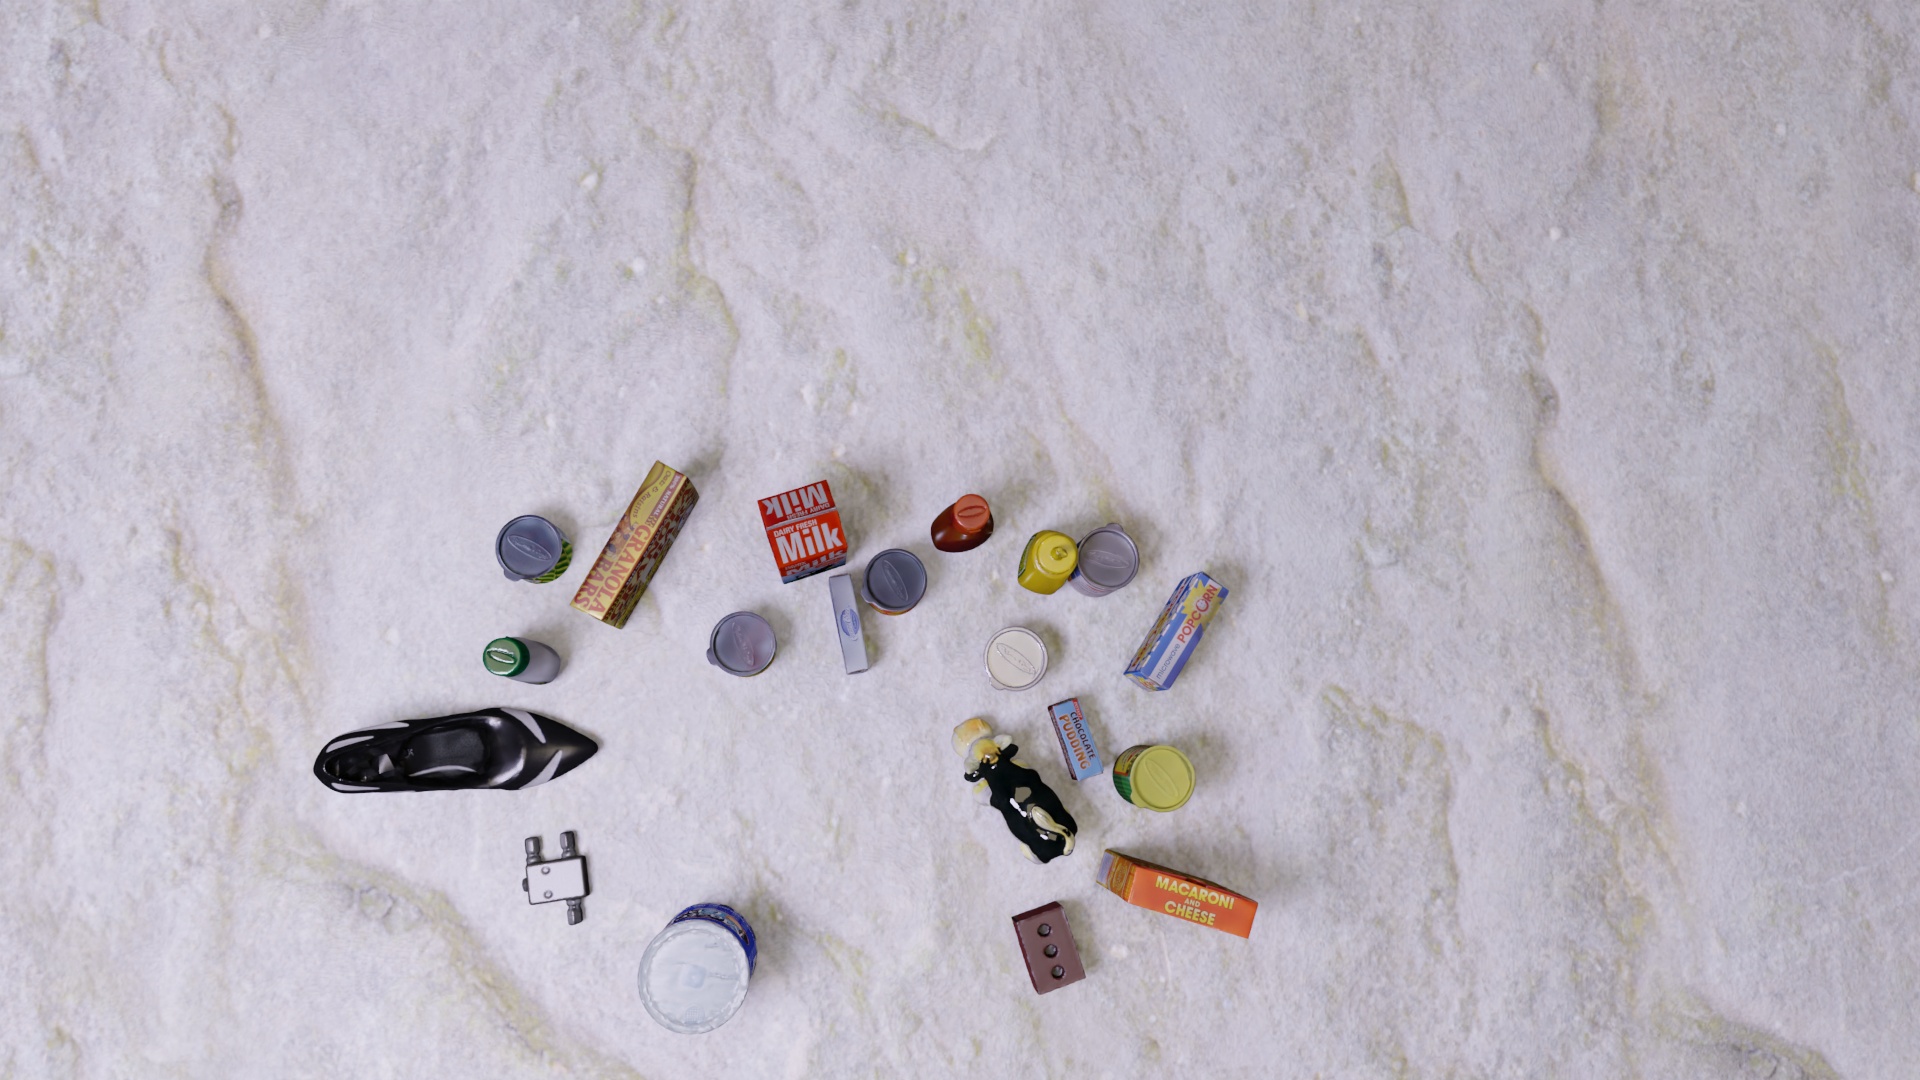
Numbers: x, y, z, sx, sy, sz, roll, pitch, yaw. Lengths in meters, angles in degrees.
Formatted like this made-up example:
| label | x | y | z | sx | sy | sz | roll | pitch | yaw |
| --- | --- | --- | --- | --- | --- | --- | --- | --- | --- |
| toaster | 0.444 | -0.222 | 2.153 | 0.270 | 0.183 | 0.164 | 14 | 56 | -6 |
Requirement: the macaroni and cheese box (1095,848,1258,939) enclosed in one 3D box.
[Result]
| label | x | y | z | sx | sy | sz | roll | pitch | yaw |
| --- | --- | --- | --- | --- | --- | --- | --- | --- | --- |
| macaroni and cheese box | 0.212 | 0.350 | 1.386 | 0.124 | 0.166 | 0.040 | 17 | 81 | -2 |

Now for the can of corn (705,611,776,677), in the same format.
| label | x | y | z | sx | sy | sz | roll | pitch | yaw |
| --- | --- | --- | --- | --- | --- | --- | --- | --- | --- |
| can of corn | -0.226 | 0.109 | 1.437 | 0.071 | 0.058 | 0.071 | 1 | 82 | -5 |

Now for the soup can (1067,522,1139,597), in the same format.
| label | x | y | z | sx | sy | sz | roll | pitch | yaw |
| --- | --- | --- | --- | --- | --- | --- | --- | --- | --- |
| soup can | 0.149 | 0.022 | 1.470 | 0.071 | 0.083 | 0.071 | 1 | 82 | -5 |

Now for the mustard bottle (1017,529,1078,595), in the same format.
| label | x | y | z | sx | sy | sz | roll | pitch | yaw |
| --- | --- | --- | --- | --- | --- | --- | --- | --- | --- |
| mustard bottle | 0.092 | 0.018 | 1.427 | 0.049 | 0.160 | 0.065 | 18 | 81 | -2 |

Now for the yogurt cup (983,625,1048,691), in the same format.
| label | x | y | z | sx | sy | sz | roll | pitch | yaw |
| --- | --- | --- | --- | --- | --- | --- | --- | --- | --- |
| yogurt cup | 0.055 | 0.126 | 1.462 | 0.072 | 0.054 | 0.072 | 1 | 82 | -5 |

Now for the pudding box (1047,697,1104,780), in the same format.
| label | x | y | z | sx | sy | sz | roll | pitch | yaw |
| --- | --- | --- | --- | --- | --- | --- | --- | --- | --- |
| pudding box | 0.121 | 0.209 | 1.457 | 0.030 | 0.049 | 0.084 | -18 | 84 | -7 |

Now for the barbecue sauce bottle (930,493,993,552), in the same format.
| label | x | y | z | sx | sy | sz | roll | pitch | yaw |
| --- | --- | --- | --- | --- | --- | --- | --- | --- | --- |
| barbecue sauce bottle | 0.005 | -0.018 | 1.430 | 0.065 | 0.148 | 0.043 | -11 | 83 | -6 |

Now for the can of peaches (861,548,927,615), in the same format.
| label | x | y | z | sx | sy | sz | roll | pitch | yaw |
| --- | --- | --- | --- | --- | --- | --- | --- | --- | --- |
| can of peaches | -0.072 | 0.046 | 1.460 | 0.071 | 0.058 | 0.071 | 1 | 82 | -5 |

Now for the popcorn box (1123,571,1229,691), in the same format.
| label | x | y | z | sx | sy | sz | roll | pitch | yaw |
| --- | --- | --- | --- | --- | --- | --- | --- | --- | --- |
| popcorn box | 0.226 | 0.098 | 1.465 | 0.038 | 0.085 | 0.127 | 33 | 80 | 0 |

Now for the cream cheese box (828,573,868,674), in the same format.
| label | x | y | z | sx | sy | sz | roll | pitch | yaw |
| --- | --- | --- | --- | --- | --- | --- | --- | --- | --- |
| cream cheese box | -0.117 | 0.088 | 1.452 | 0.024 | 0.053 | 0.104 | -11 | 83 | -6 |

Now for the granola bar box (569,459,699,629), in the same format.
| label | x | y | z | sx | sy | sz | roll | pitch | yaw |
| --- | --- | --- | --- | --- | --- | --- | --- | --- | --- |
| granola bar box | -0.326 | 0.008 | 1.409 | 0.039 | 0.124 | 0.166 | 29 | 80 | -1 |

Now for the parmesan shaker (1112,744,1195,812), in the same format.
| label | x | y | z | sx | sy | sz | roll | pitch | yaw |
| --- | --- | --- | --- | --- | --- | --- | --- | --- | --- |
| parmesan shaker | 0.195 | 0.245 | 1.432 | 0.071 | 0.103 | 0.071 | 1 | 82 | -5 |

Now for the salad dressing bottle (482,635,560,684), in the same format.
| label | x | y | z | sx | sy | sz | roll | pitch | yaw |
| --- | --- | --- | --- | --- | --- | --- | --- | --- | --- |
| salad dressing bottle | -0.436 | 0.118 | 1.372 | 0.064 | 0.147 | 0.044 | 19 | 81 | -2 |

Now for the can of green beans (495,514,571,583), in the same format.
| label | x | y | z | sx | sy | sz | roll | pitch | yaw |
| --- | --- | --- | --- | --- | --- | --- | --- | --- | --- |
| can of green beans | -0.439 | 0.010 | 1.433 | 0.071 | 0.057 | 0.071 | 1 | 82 | -5 |

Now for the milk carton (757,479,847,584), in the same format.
| label | x | y | z | sx | sy | sz | roll | pitch | yaw |
| --- | --- | --- | --- | --- | --- | --- | --- | --- | --- |
| milk carton | -0.158 | -0.009 | 1.393 | 0.072 | 0.190 | 0.073 | -18 | 84 | -7 |
